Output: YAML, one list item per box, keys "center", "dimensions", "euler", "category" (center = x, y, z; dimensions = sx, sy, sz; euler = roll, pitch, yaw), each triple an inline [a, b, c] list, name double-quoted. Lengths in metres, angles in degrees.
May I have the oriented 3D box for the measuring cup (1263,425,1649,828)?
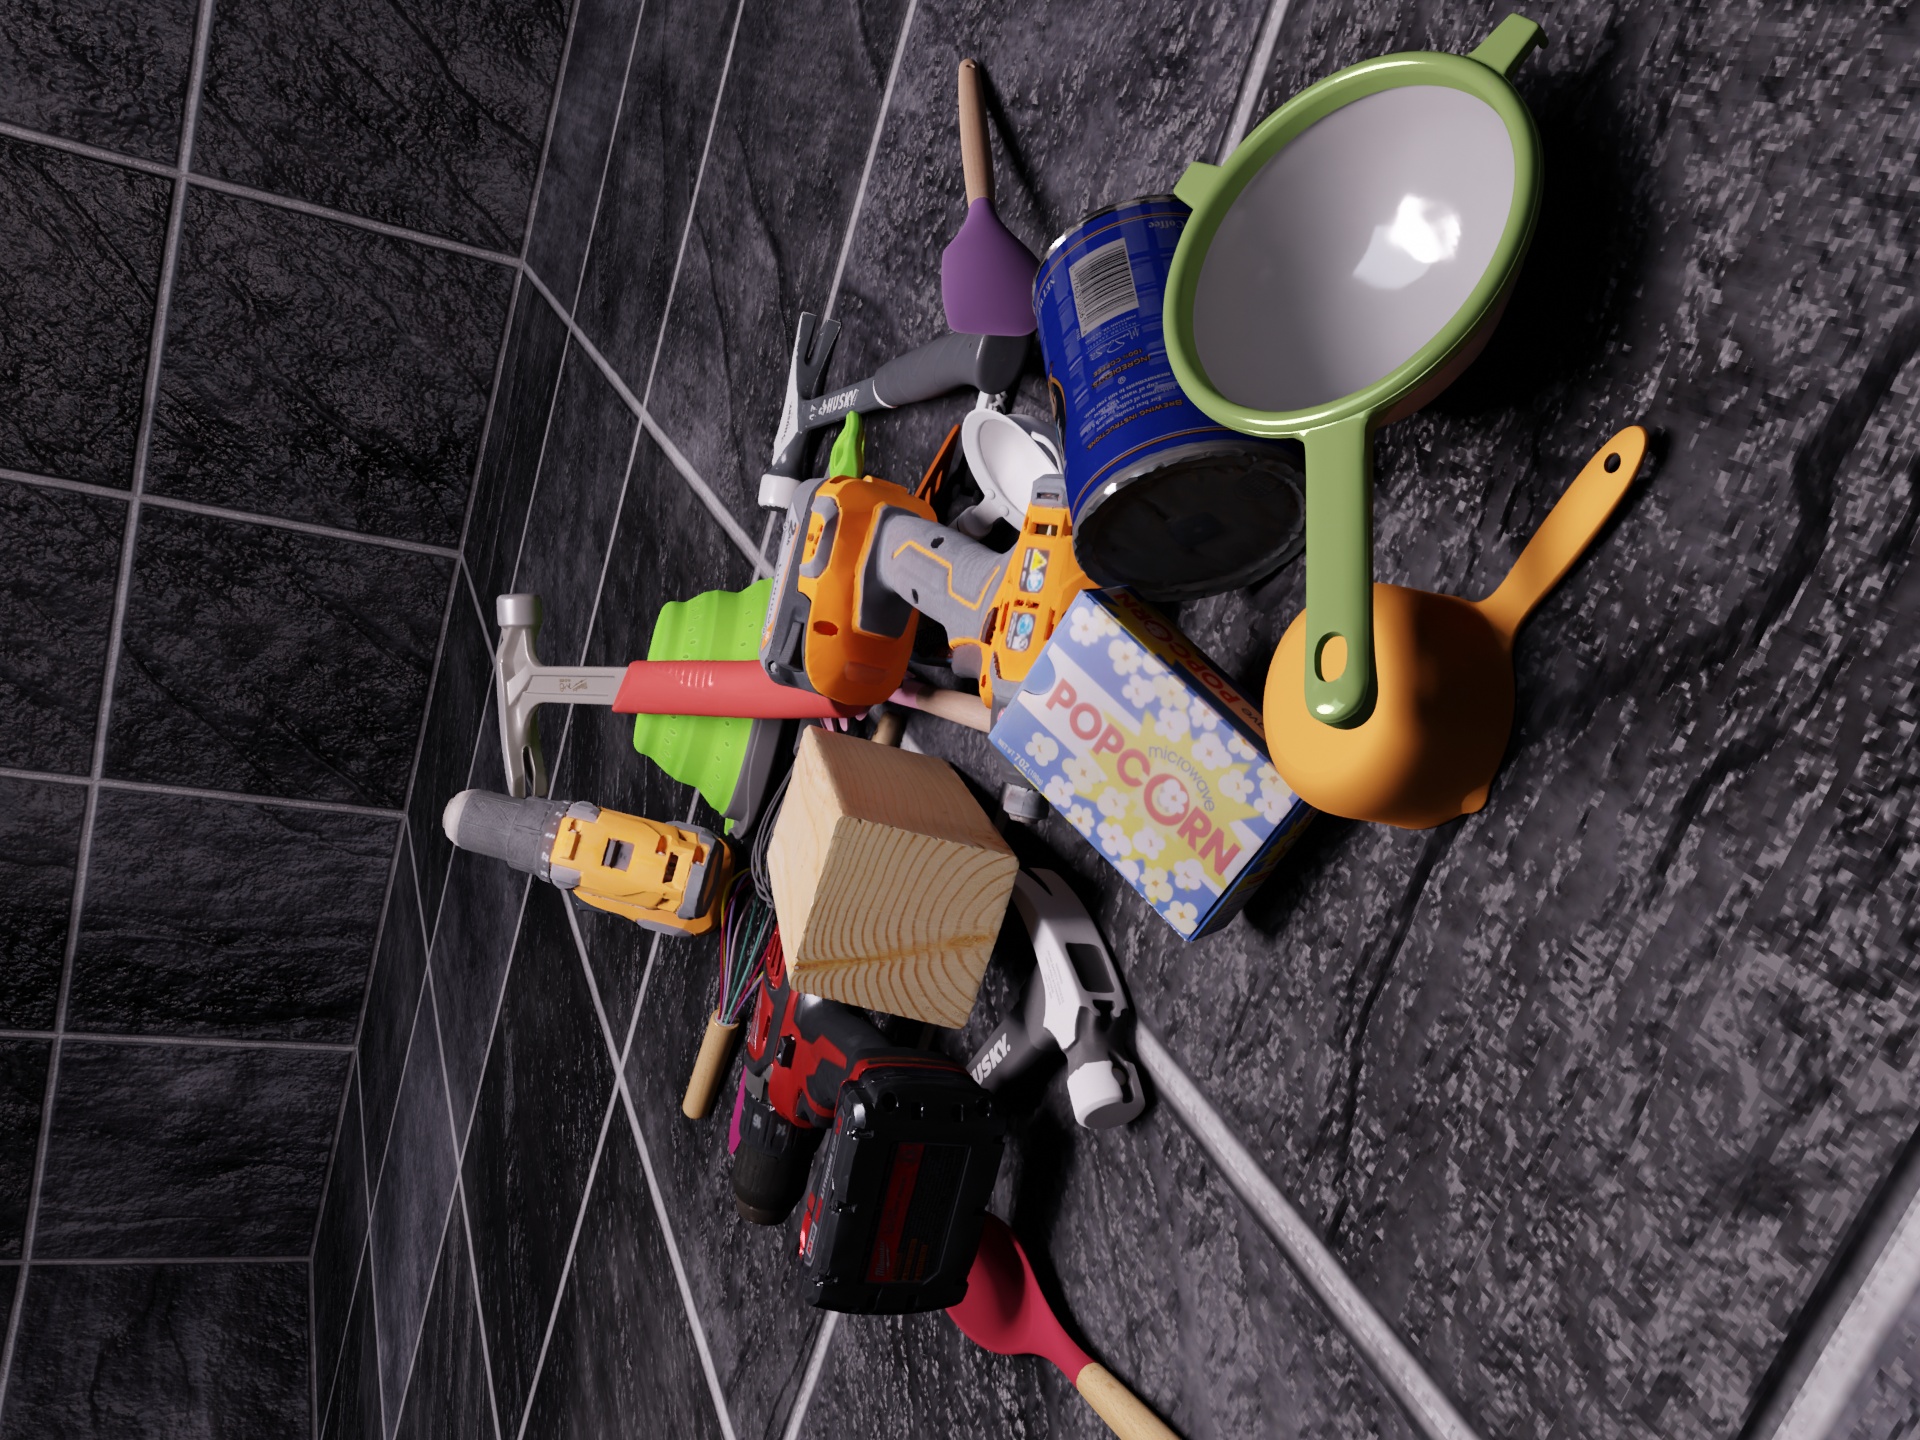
- center: [0.166, -0.036, 0.552]
  dimensions: [0.173, 0.052, 0.095]
  euler: [-61, 32, 38]
  category: "measuring cup"

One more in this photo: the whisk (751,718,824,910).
- center: [-0.094, 0.022, 1.030]
  dimensions: [0.055, 0.055, 0.239]
  euler: [-46, 29, 50]
  category: "whisk"

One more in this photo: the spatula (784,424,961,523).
- center: [-0.069, -0.141, 1.068]
  dimensions: [0.081, 0.041, 0.323]
  euler: [-62, 24, -8]
  category: "spatula"

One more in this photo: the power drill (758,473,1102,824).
- center: [-0.007, -0.044, 0.810]
  dimensions: [0.227, 0.084, 0.164]
  euler: [13, 91, 48]
  category: "power drill"

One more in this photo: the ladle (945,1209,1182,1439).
- center: [0.068, 0.293, 0.677]
  dimensions: [0.316, 0.031, 0.069]
  euler: [20, 109, 61]
  category: "ladle"

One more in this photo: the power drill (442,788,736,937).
- center: [-0.255, 0.098, 1.136]
  dimensions: [0.226, 0.185, 0.084]
  euler: [104, 180, -80]
  category: "power drill"

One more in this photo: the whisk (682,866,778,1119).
- center: [-0.169, 0.200, 1.162]
  dimensions: [0.244, 0.047, 0.051]
  euler: [-69, 30, 30]
  category: "whisk"

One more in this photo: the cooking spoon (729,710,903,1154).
- center: [-0.098, 0.141, 1.034]
  dimensions: [0.069, 0.017, 0.319]
  euler: [-116, 46, -71]
  category: "cooking spoon"

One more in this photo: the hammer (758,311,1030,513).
- center: [-0.052, -0.220, 1.040]
  dimensions: [0.409, 0.036, 0.149]
  euler: [-171, 91, -67]
  category: "hammer"

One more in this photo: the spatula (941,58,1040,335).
- center: [0.014, -0.312, 0.930]
  dimensions: [0.018, 0.059, 0.316]
  euler: [97, 172, -46]
  category: "spatula"

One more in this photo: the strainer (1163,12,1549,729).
- center: [0.150, -0.113, 0.572]
  dimensions: [0.151, 0.069, 0.256]
  euler: [-12, 65, 41]
  category: "strainer"

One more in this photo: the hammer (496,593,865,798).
- center: [-0.195, -0.012, 1.040]
  dimensions: [0.359, 0.036, 0.149]
  euler: [2, 98, 43]
  category: "hammer"

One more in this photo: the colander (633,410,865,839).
- center: [-0.154, -0.069, 1.077]
  dimensions: [0.396, 0.094, 0.205]
  euler: [119, 159, -50]
  category: "colander"

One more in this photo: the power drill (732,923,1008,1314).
- center: [-0.066, 0.220, 0.837]
  dimensions: [0.227, 0.080, 0.188]
  euler: [-144, 66, -64]
  category: "power drill"

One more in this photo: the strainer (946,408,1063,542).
- center: [0.012, -0.117, 0.901]
  dimensions: [0.087, 0.050, 0.258]
  euler: [51, 153, -4]
  category: "strainer"

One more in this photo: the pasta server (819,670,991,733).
- center: [-0.001, -0.003, 0.891]
  dimensions: [0.316, 0.060, 0.040]
  euler: [17, 142, 57]
  category: "pasta server"

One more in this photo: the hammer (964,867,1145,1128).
- center: [-0.010, 0.215, 0.848]
  dimensions: [0.334, 0.035, 0.146]
  euler: [-57, 36, 40]
  category: "hammer"

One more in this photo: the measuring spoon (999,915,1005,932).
- center: [-0.014, 0.123, 0.895]
  dimensions: [0.128, 0.021, 0.042]
  euler: [-47, 42, 47]
  category: "measuring spoon"
